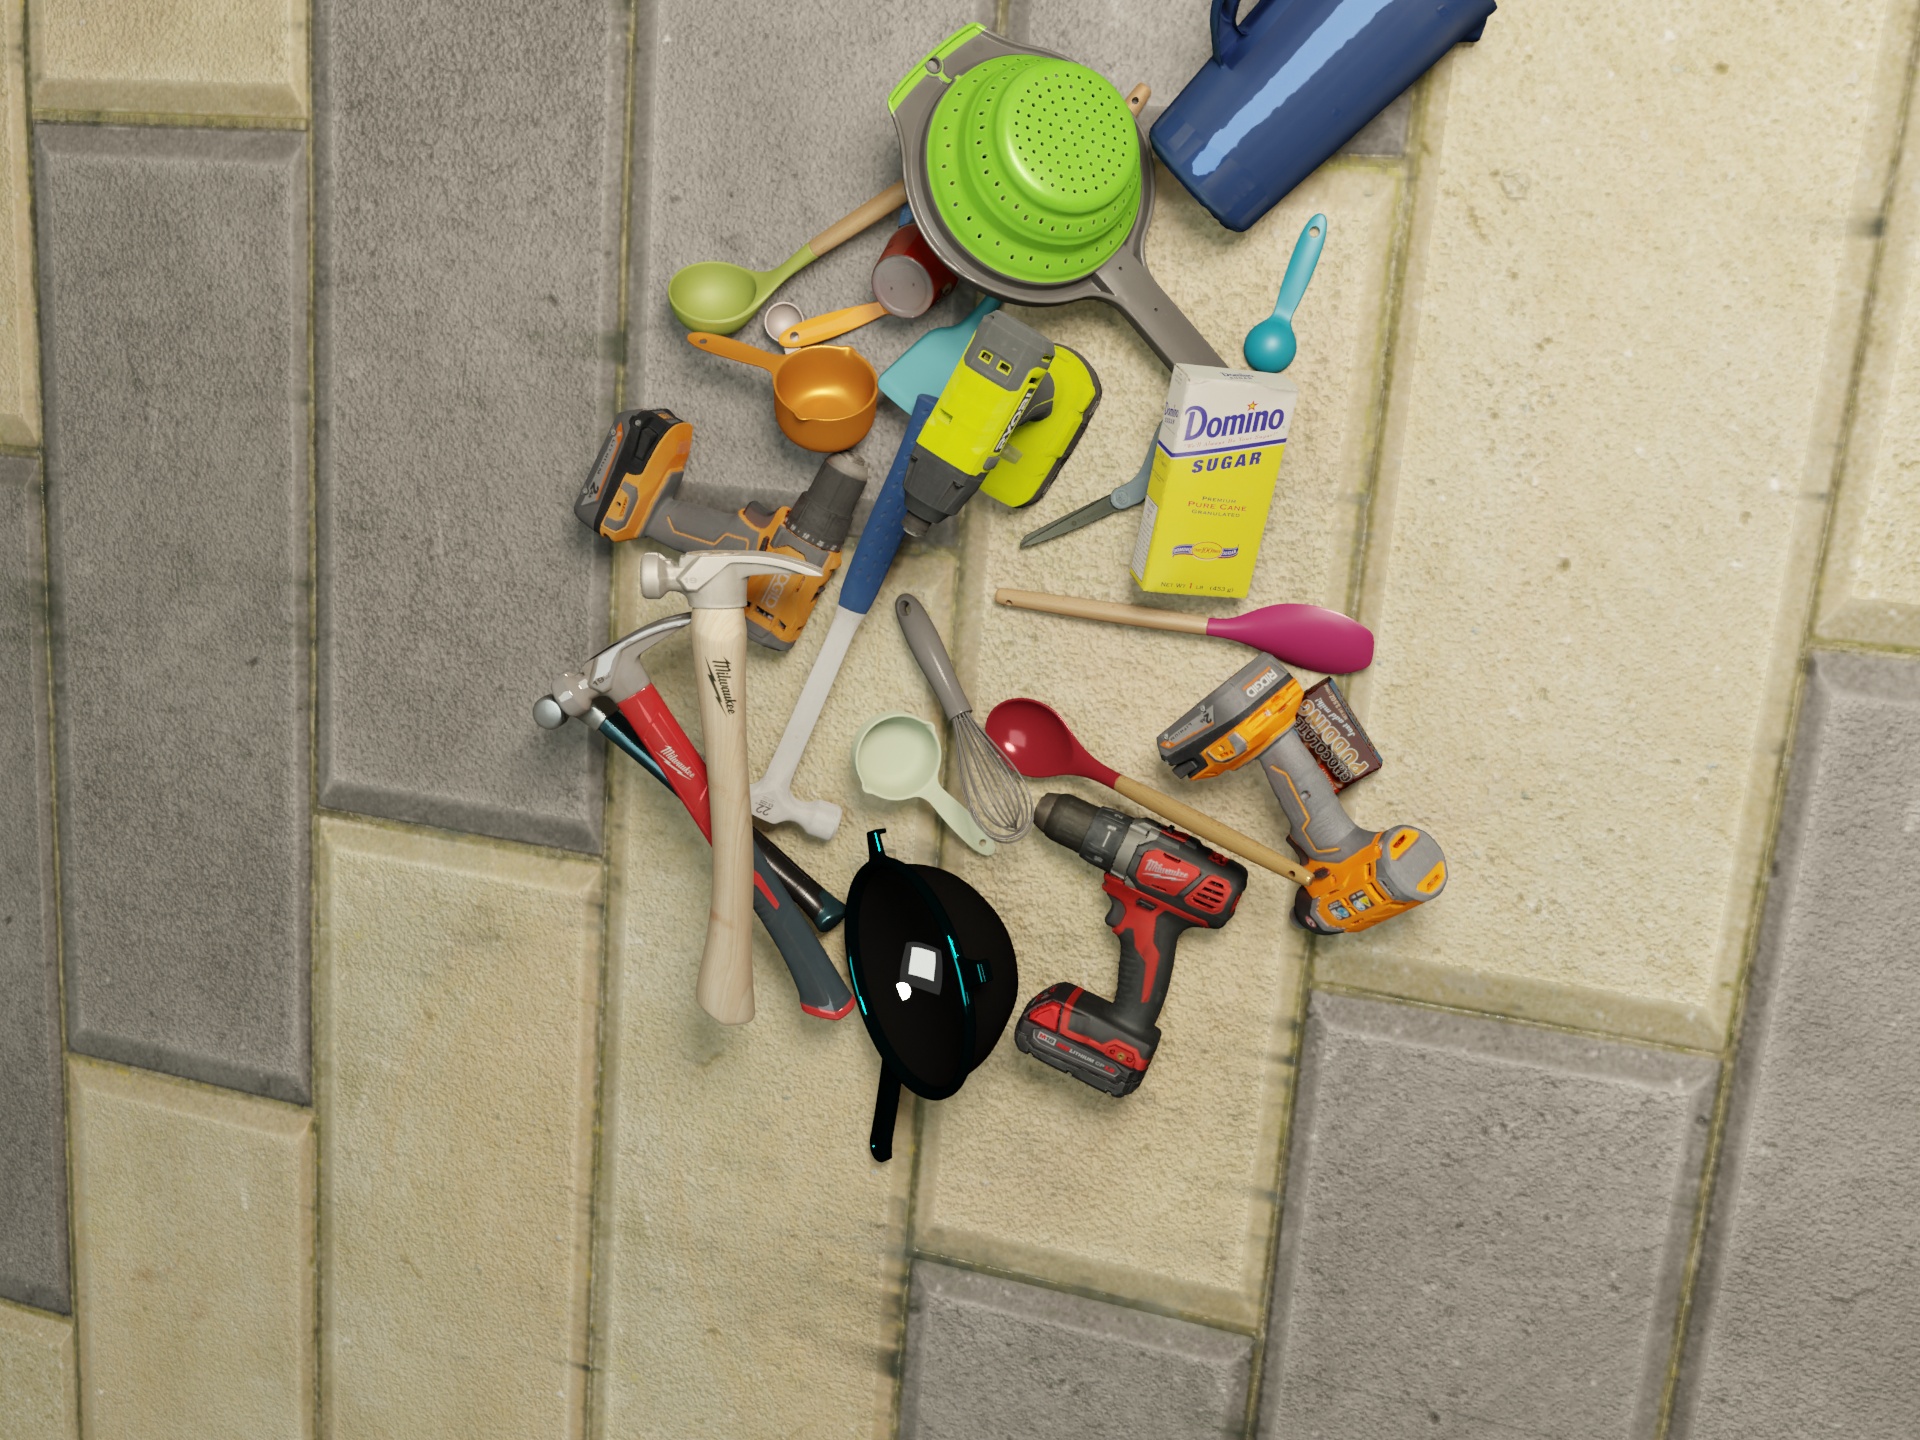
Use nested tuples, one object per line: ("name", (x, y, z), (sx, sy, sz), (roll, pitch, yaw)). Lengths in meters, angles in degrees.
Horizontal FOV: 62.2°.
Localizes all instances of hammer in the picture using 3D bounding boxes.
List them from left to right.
("hammer", (-0.233, 0.076, 1.439), (0.331, 0.128, 0.033), (42, 110, -3))
("hammer", (-0.185, 0.062, 1.333), (0.146, 0.038, 0.410), (-1, 106, -4))
("hammer", (-0.188, 0.093, 1.378), (0.143, 0.038, 0.386), (-29, 104, 7))
("hammer", (-0.102, -0.088, 1.361), (0.144, 0.035, 0.405), (21, 110, -13))

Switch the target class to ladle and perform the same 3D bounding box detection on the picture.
("ladle", (-0.108, -0.412, 1.317), (0.320, 0.062, 0.078), (-25, 52, 24))
("ladle", (0.151, 0.061, 1.308), (0.316, 0.031, 0.069), (28, 115, 31))

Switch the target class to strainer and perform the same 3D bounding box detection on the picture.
("strainer", (-0.021, 0.264, 1.410), (0.211, 0.095, 0.340), (48, 140, 41))

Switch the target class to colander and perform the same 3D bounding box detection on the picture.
("colander", (0.121, -0.364, 1.204), (0.397, 0.094, 0.204), (46, 76, -12))

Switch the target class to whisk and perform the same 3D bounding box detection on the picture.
("whisk", (-0.003, -0.004, 1.367), (0.055, 0.055, 0.239), (-30, 77, 20))

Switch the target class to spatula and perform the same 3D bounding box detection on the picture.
("spatula", (0.055, -0.379, 1.295), (0.082, 0.044, 0.317), (36, 107, -5))

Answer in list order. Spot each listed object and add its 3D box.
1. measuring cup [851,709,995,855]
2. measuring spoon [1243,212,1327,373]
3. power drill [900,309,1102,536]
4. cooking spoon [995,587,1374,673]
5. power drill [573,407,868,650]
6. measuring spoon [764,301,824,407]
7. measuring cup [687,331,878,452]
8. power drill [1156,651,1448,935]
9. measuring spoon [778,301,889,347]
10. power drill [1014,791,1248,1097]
("measuring cup", (-0.029, 0.058, 1.396), (0.083, 0.038, 0.167), (-45, 112, -4))
("measuring spoon", (0.259, -0.336, 1.250), (0.042, 0.021, 0.128), (23, 107, 12))
("power drill", (0.028, -0.225, 1.235), (0.080, 0.223, 0.171), (33, 108, 9))
("cooking spoon", (0.179, -0.081, 1.315), (0.319, 0.017, 0.068), (10, 135, 19))
("power drill", (-0.202, -0.192, 1.391), (0.226, 0.084, 0.185), (32, 108, 5))
("measuring spoon", (-0.138, -0.303, 1.387), (0.034, 0.018, 0.124), (-16, 101, 6))
("measuring cup", (-0.153, -0.283, 1.350), (0.173, 0.095, 0.052), (21, 147, 11))
("power drill", (0.264, 0.073, 1.276), (0.226, 0.084, 0.164), (51, 148, 4))
("measuring spoon", (-0.101, -0.341, 1.358), (0.117, 0.011, 0.021), (-16, 98, 10))
("power drill", (0.121, 0.184, 1.361), (0.188, 0.080, 0.226), (25, 103, 12))
